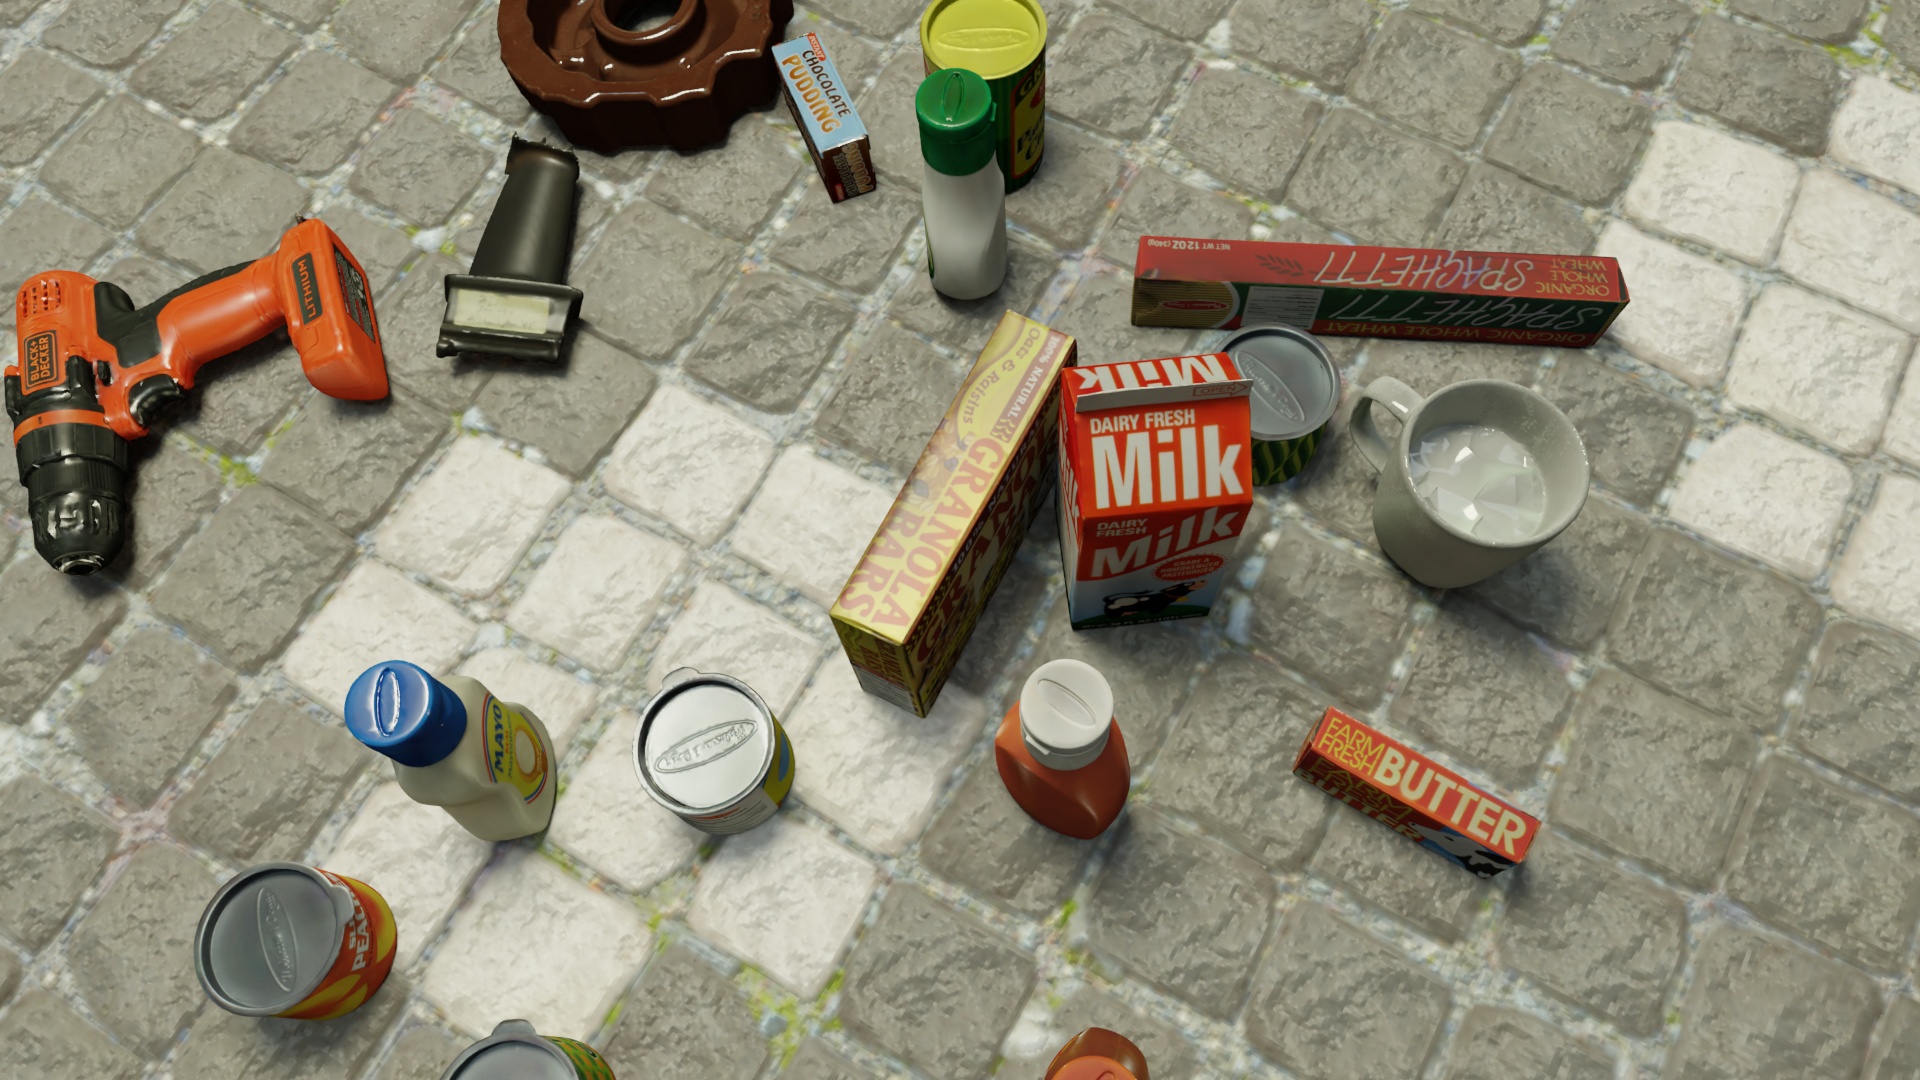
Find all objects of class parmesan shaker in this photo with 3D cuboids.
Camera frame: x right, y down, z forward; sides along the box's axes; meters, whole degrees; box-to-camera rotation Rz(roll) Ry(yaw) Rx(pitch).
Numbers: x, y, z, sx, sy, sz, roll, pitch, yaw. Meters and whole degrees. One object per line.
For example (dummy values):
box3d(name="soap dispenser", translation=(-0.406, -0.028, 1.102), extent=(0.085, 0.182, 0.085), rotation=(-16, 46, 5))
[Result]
box3d(name="parmesan shaker", translation=(0.015, -0.249, 0.766), extent=(0.071, 0.102, 0.071), rotation=(-1, 68, 3))

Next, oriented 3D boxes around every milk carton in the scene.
box3d(name="milk carton", translation=(0.083, -0.025, 0.625), extent=(0.072, 0.190, 0.073), rotation=(-6, 68, 1))

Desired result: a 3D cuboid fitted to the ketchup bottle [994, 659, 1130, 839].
box3d(name="ketchup bottle", translation=(0.044, 0.090, 0.602), extent=(0.065, 0.148, 0.043), rotation=(36, 74, 15))

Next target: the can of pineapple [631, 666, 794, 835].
box3d(name="can of pineapple", translation=(-0.115, 0.100, 0.655), extent=(0.071, 0.057, 0.071), rotation=(-1, 68, 3))

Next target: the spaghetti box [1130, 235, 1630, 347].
box3d(name="spaghetti box", translation=(0.217, -0.131, 0.737), extent=(0.250, 0.050, 0.029), rotation=(3, 69, 4))

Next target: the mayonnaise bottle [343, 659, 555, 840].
box3d(name="mayonnaise bottle", translation=(-0.222, 0.091, 0.616), extent=(0.041, 0.147, 0.065), rotation=(-9, 68, -1))

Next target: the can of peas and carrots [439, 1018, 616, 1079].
box3d(name="can of peas and carrots", translation=(-0.186, 0.245, 0.599), extent=(0.071, 0.058, 0.071), rotation=(-1, 68, 3))

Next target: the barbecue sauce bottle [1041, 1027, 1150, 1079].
box3d(name="barbecue sauce bottle", translation=(0.051, 0.224, 0.547), extent=(0.044, 0.148, 0.065), rotation=(23, 71, 12))

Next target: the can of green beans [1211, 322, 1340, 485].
box3d(name="can of green beans", translation=(0.155, -0.069, 0.710), extent=(0.071, 0.057, 0.071), rotation=(-1, 68, 3))

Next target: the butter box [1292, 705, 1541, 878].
box3d(name="butter box", translation=(0.205, 0.116, 0.635), extent=(0.103, 0.053, 0.024), rotation=(29, 73, 14))

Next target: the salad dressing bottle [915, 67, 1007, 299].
box3d(name="salad dressing bottle", translation=(0.001, -0.180, 0.715), extent=(0.044, 0.147, 0.064), rotation=(6, 69, 5))

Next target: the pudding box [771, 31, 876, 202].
box3d(name="pudding box", translation=(-0.078, -0.243, 0.797), extent=(0.030, 0.049, 0.084), rotation=(-22, 69, -6))

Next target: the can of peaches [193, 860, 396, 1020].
box3d(name="can of peaches", translation=(-0.298, 0.182, 0.631), extent=(0.071, 0.058, 0.071), rotation=(-1, 68, 3))

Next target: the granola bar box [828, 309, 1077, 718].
box3d(name="granola bar box", translation=(0.002, -0.008, 0.657), extent=(0.039, 0.123, 0.166), rotation=(25, 72, 12))
